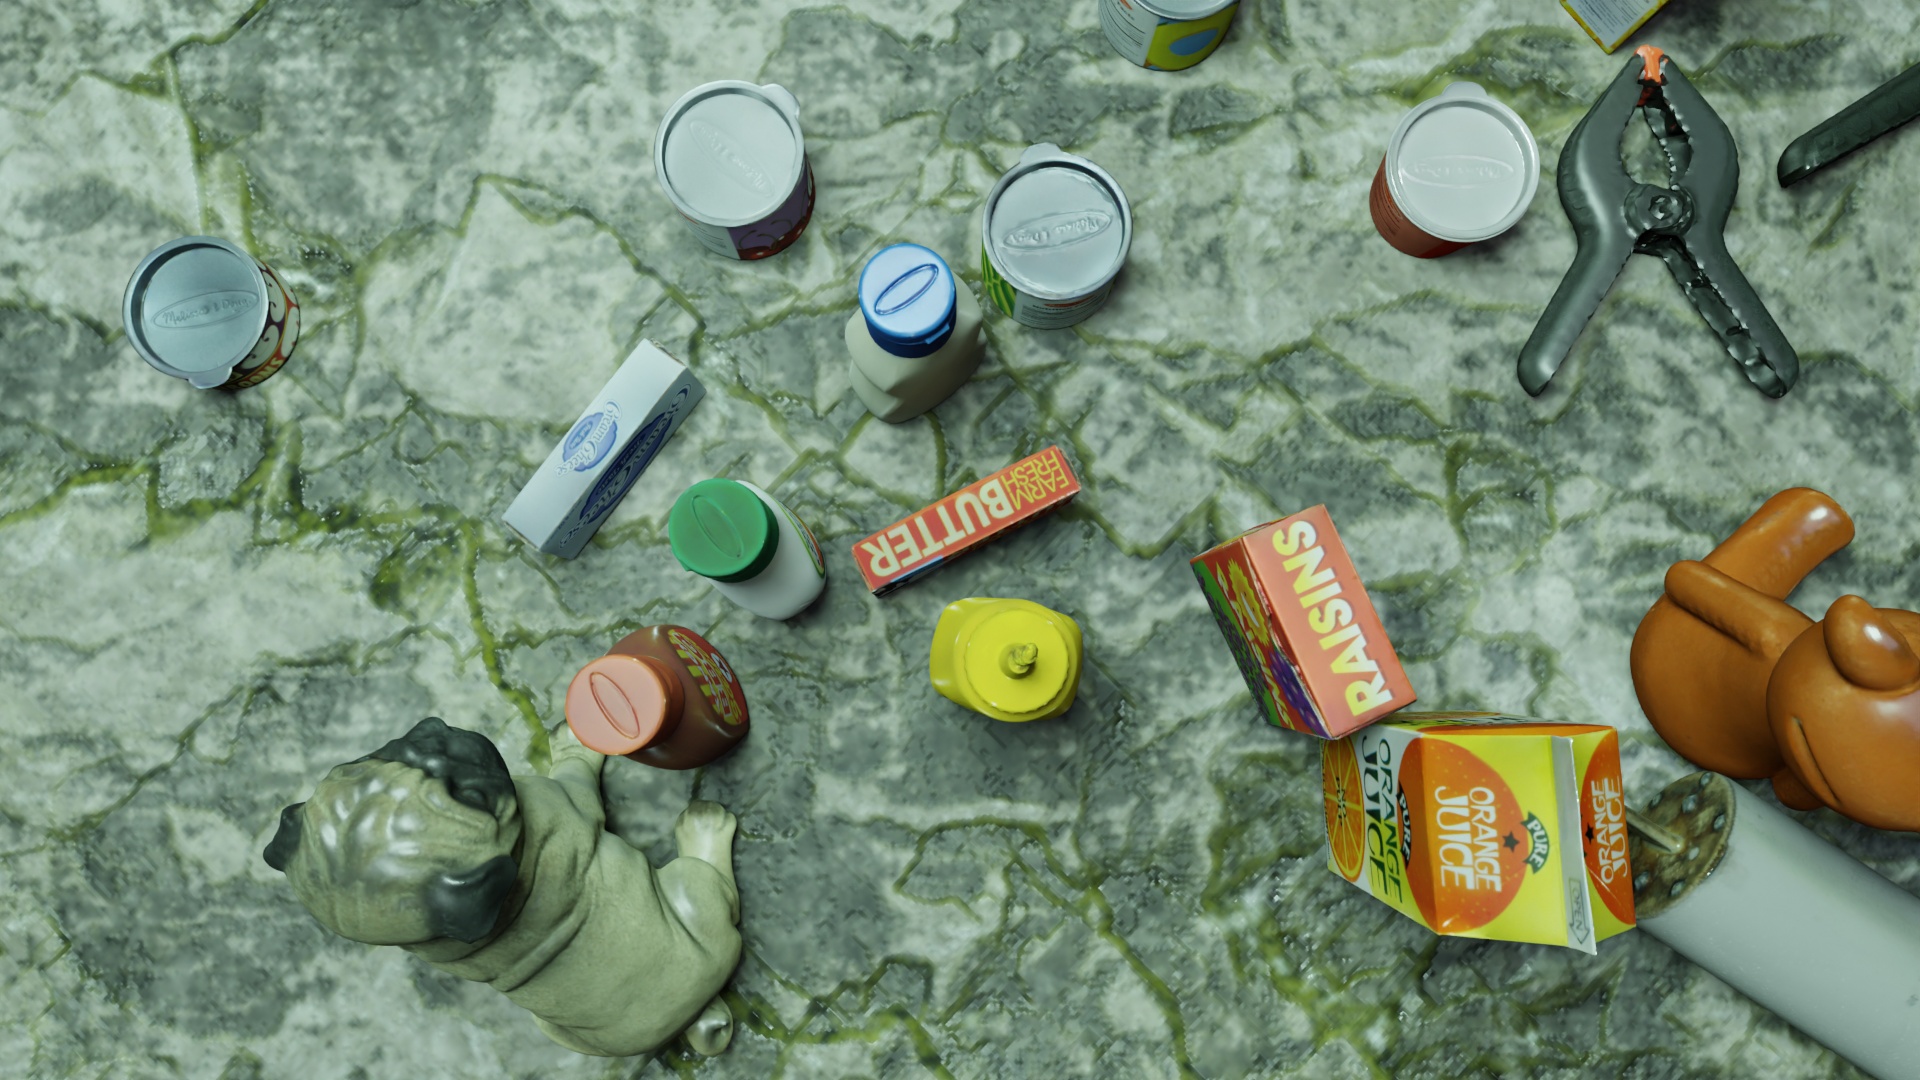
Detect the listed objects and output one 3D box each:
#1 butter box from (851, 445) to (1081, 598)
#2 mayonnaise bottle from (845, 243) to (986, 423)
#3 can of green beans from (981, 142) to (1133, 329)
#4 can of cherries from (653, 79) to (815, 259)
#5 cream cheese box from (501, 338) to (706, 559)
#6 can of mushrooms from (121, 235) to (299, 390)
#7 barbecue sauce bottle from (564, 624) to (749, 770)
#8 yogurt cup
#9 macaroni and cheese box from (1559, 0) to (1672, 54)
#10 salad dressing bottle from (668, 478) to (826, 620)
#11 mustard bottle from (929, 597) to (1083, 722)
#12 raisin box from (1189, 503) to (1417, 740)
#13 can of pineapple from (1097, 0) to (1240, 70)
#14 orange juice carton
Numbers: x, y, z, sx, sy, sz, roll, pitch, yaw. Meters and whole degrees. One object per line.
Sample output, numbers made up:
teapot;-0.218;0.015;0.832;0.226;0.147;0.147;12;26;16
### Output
butter box;0.002;-0.008;0.623;0.103;0.053;0.024;-27;86;-2
mayonnaise bottle;-0.019;-0.087;0.582;0.065;0.148;0.041;-37;86;-3
can of green beans;0.042;-0.134;0.632;0.071;0.058;0.071;0;85;0
can of cherries;-0.099;-0.169;0.635;0.071;0.058;0.071;0;85;0
cream cheese box;-0.159;-0.040;0.625;0.024;0.053;0.104;37;86;3
can of mushrooms;-0.344;-0.102;0.640;0.071;0.033;0.071;0;85;0
barbecue sauce bottle;-0.124;0.065;0.568;0.044;0.148;0.065;-34;86;-3
yogurt cup;0.222;-0.163;0.637;0.072;0.054;0.072;0;85;0
macaroni and cheese box;0.346;-0.293;0.593;0.124;0.166;0.040;-41;86;-3
salad dressing bottle;-0.088;0.002;0.574;0.044;0.147;0.064;-36;86;-3
mustard bottle;0.019;0.048;0.564;0.065;0.160;0.049;10;85;1
raisin box;0.139;0.035;0.584;0.040;0.123;0.086;-24;86;-2
can of pineapple;0.100;-0.261;0.644;0.071;0.058;0.071;0;85;0
orange juice carton;0.201;0.106;0.543;0.073;0.192;0.072;-2;85;0
